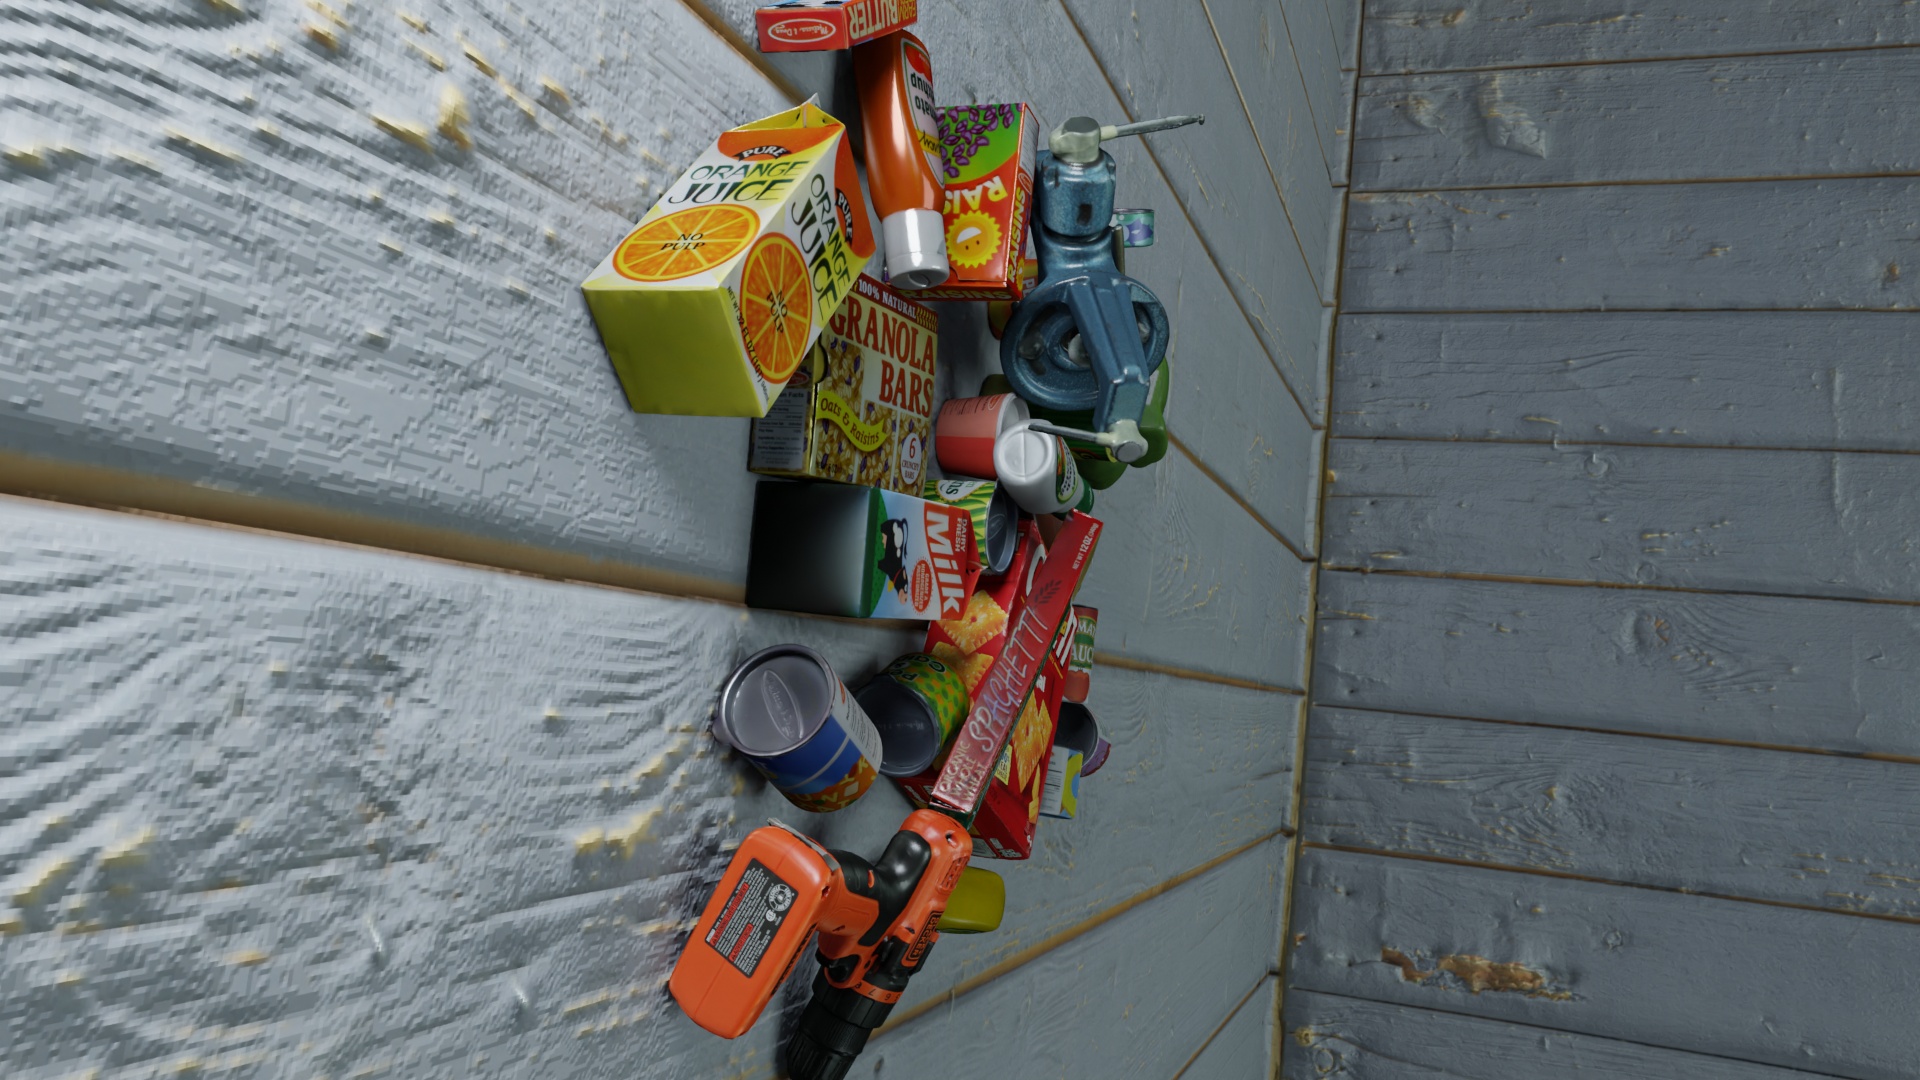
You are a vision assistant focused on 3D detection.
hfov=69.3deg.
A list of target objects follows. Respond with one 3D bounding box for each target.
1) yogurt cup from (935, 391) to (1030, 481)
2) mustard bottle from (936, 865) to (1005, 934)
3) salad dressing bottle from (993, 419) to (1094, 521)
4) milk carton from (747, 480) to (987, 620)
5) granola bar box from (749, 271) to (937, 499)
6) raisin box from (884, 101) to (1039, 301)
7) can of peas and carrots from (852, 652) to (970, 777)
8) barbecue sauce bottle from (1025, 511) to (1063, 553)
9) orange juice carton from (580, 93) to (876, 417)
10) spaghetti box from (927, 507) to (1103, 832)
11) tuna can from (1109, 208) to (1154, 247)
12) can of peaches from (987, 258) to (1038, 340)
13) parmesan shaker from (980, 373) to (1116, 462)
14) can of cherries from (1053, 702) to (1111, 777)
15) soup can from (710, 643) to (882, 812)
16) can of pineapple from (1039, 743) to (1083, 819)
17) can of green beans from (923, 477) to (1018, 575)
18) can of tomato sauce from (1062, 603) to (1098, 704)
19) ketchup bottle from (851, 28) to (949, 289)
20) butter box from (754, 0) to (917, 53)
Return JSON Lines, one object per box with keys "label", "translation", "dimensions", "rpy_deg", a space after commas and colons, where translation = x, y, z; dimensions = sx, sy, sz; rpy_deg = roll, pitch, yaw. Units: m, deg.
{"label": "yogurt cup", "translation": [0.016, -0.075, 1.014], "dimensions": [0.072, 0.054, 0.072], "rpy_deg": [3, 91, -69]}
{"label": "mustard bottle", "translation": [-0.022, 0.246, 0.965], "dimensions": [0.160, 0.065, 0.049], "rpy_deg": [34, 57, -59]}
{"label": "salad dressing bottle", "translation": [0.064, -0.045, 1.002], "dimensions": [0.147, 0.044, 0.064], "rpy_deg": [32, 54, -70]}
{"label": "milk carton", "translation": [-0.048, 0.010, 0.840], "dimensions": [0.190, 0.072, 0.073], "rpy_deg": [11, 83, -69]}
{"label": "granola bar box", "translation": [-0.064, -0.093, 0.828], "dimensions": [0.165, 0.039, 0.124], "rpy_deg": [8, 85, -69]}
{"label": "raisin box", "translation": [0.002, -0.221, 0.911], "dimensions": [0.040, 0.086, 0.123], "rpy_deg": [25, 70, -69]}
{"label": "can of peas and carrots", "translation": [-0.034, 0.110, 0.902], "dimensions": [0.059, 0.071, 0.070], "rpy_deg": [-36, 126, -64]}
{"label": "barbecue sauce bottle", "translation": [0.076, -0.026, 1.177], "dimensions": [0.065, 0.044, 0.147], "rpy_deg": [-99, -179, -57]}
{"label": "orange juice carton", "translation": [-0.099, -0.145, 0.682], "dimensions": [0.194, 0.073, 0.071], "rpy_deg": [-65, 150, -44]}
{"label": "spaghetti box", "translation": [0.039, 0.086, 0.940], "dimensions": [0.050, 0.029, 0.251], "rpy_deg": [99, 16, -55]}
{"label": "tuna can", "translation": [0.151, -0.294, 1.304], "dimensions": [0.071, 0.071, 0.032], "rpy_deg": [-36, 129, -63]}
{"label": "can of peaches", "translation": [0.058, -0.189, 1.098], "dimensions": [0.071, 0.058, 0.071], "rpy_deg": [4, 91, -69]}
{"label": "parmesan shaker", "translation": [0.074, -0.098, 1.093], "dimensions": [0.071, 0.103, 0.071], "rpy_deg": [3, 91, -68]}
{"label": "can of cherries", "translation": [0.096, 0.180, 1.253], "dimensions": [0.058, 0.071, 0.071], "rpy_deg": [38, 58, -66]}
{"label": "soup can", "translation": [-0.089, 0.106, 0.765], "dimensions": [0.083, 0.071, 0.071], "rpy_deg": [64, 36, -54]}
{"label": "can of pineapple", "translation": [0.069, 0.203, 1.181], "dimensions": [0.071, 0.071, 0.058], "rpy_deg": [40, 57, -64]}
{"label": "can of green beans", "translation": [0.003, -0.010, 0.988], "dimensions": [0.071, 0.058, 0.071], "rpy_deg": [3, 91, -69]}
{"label": "can of tomato sauce", "translation": [0.083, 0.096, 1.193], "dimensions": [0.071, 0.071, 0.083], "rpy_deg": [23, 73, -68]}
{"label": "ketchup bottle", "translation": [-0.034, -0.226, 0.833], "dimensions": [0.065, 0.043, 0.149], "rpy_deg": [18, 64, -69]}
{"label": "butter box", "translation": [-0.066, -0.291, 0.769], "dimensions": [0.104, 0.053, 0.024], "rpy_deg": [-52, 143, -55]}
